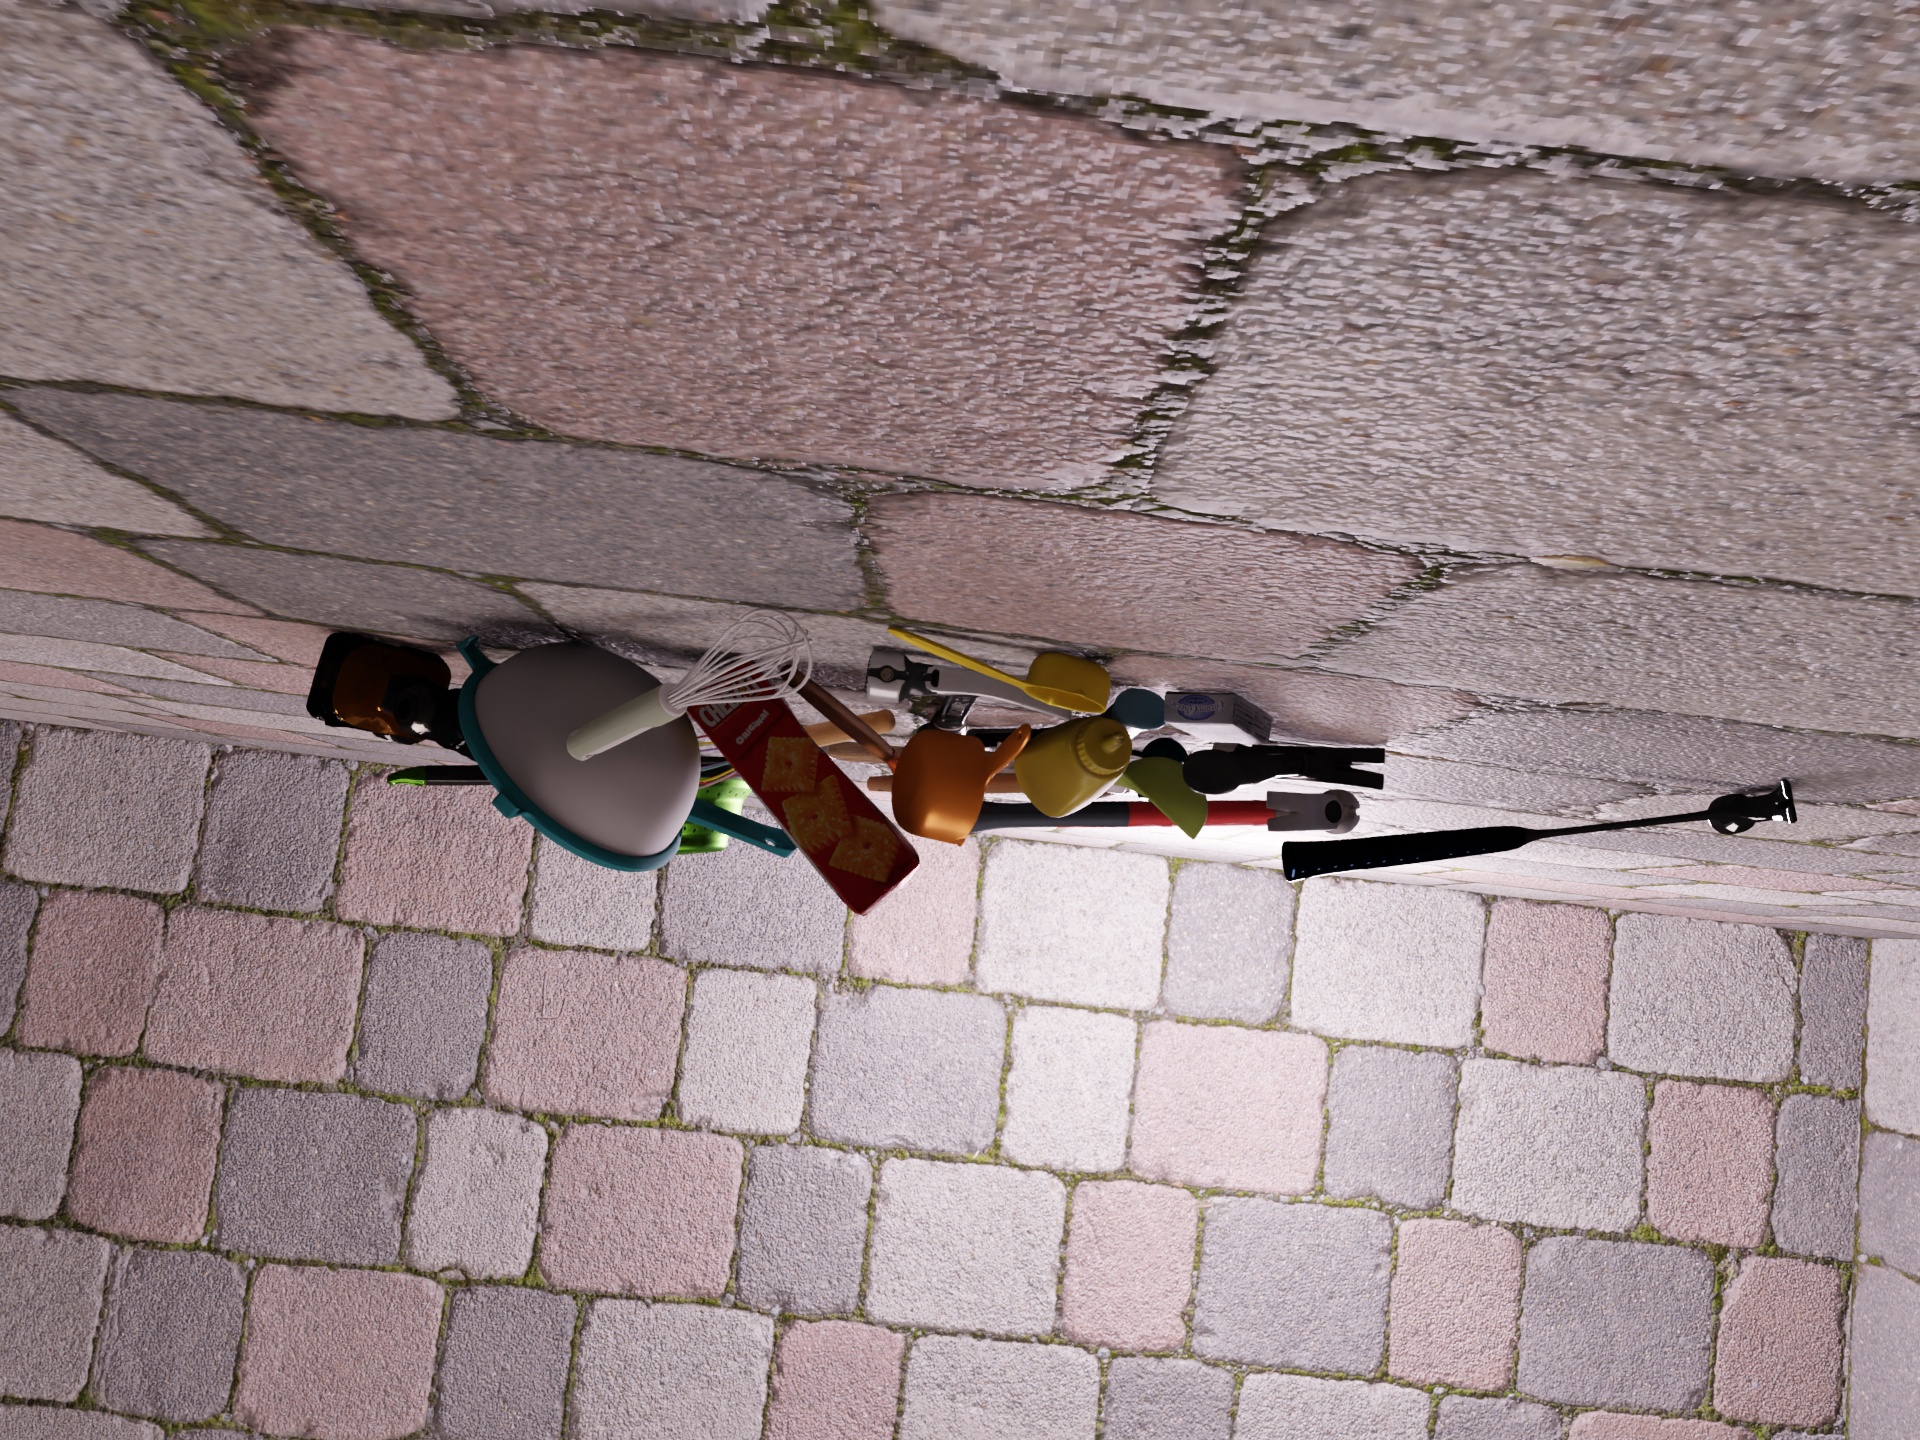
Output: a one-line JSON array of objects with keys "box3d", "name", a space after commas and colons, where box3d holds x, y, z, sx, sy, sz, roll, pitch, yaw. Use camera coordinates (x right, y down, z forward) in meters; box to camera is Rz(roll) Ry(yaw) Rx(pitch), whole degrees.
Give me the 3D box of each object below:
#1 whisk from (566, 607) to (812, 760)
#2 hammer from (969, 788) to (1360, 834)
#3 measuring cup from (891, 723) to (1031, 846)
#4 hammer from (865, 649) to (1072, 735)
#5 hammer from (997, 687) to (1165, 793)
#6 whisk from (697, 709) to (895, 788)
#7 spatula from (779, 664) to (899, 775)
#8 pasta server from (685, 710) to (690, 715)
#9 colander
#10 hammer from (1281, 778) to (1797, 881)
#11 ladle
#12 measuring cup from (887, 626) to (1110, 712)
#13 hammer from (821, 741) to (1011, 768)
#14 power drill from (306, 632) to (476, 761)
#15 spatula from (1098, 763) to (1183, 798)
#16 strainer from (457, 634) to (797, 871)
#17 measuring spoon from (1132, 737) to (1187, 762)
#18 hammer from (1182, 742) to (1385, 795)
[{"box3d": [-0.188, -0.016, 1.073, 0.246, 0.059, 0.058, -22, -173, 38], "name": "whisk"}, {"box3d": [0.140, 0.082, 1.391, 0.386, 0.038, 0.143, -3, 175, 38], "name": "hammer"}, {"box3d": [-0.003, 0.035, 1.220, 0.052, 0.095, 0.173, 12, 153, -20], "name": "measuring cup"}, {"box3d": [-0.002, -0.004, 1.307, 0.149, 0.036, 0.409, 6, 173, -2], "name": "hammer"}, {"box3d": [0.109, 0.020, 1.307, 0.128, 0.033, 0.331, 4, 169, -7], "name": "hammer"}, {"box3d": [-0.173, 0.024, 1.489, 0.245, 0.047, 0.051, -12, -162, 20], "name": "whisk"}, {"box3d": [-0.071, 0.011, 1.376, 0.081, 0.041, 0.322, 26, 171, 30], "name": "spatula"}, {"box3d": [-0.260, -0.005, 1.524, 0.060, 0.040, 0.316, 16, 179, 37], "name": "pasta server"}, {"box3d": [-0.375, 0.092, 1.625, 0.397, 0.094, 0.204, 0, 174, -20], "name": "colander"}, {"box3d": [0.467, 0.091, 1.291, 0.405, 0.035, 0.144, -6, 171, 1], "name": "hammer"}, {"box3d": [0.053, 0.063, 1.309, 0.320, 0.062, 0.078, -2, 155, 32], "name": "ladle"}, {"box3d": [0.027, -0.043, 1.044, 0.156, 0.029, 0.062, 21, 170, -14], "name": "measuring cup"}, {"box3d": [-0.029, 0.040, 1.693, 0.331, 0.031, 0.130, 4, 173, 15], "name": "hammer"}, {"box3d": [-0.446, -0.012, 1.328, 0.226, 0.084, 0.185, 15, 178, 30], "name": "power drill"}, {"box3d": [0.162, 0.064, 1.588, 0.059, 0.018, 0.316, 10, 169, -15], "name": "spatula"}, {"box3d": [-0.234, 0.031, 1.279, 0.095, 0.211, 0.340, -44, 136, 18], "name": "strainer"}, {"box3d": [0.160, 0.021, 1.448, 0.042, 0.021, 0.129, 5, -176, -31], "name": "measuring spoon"}, {"box3d": [0.234, 0.036, 1.213, 0.146, 0.035, 0.334, 3, -179, 21], "name": "hammer"}]
